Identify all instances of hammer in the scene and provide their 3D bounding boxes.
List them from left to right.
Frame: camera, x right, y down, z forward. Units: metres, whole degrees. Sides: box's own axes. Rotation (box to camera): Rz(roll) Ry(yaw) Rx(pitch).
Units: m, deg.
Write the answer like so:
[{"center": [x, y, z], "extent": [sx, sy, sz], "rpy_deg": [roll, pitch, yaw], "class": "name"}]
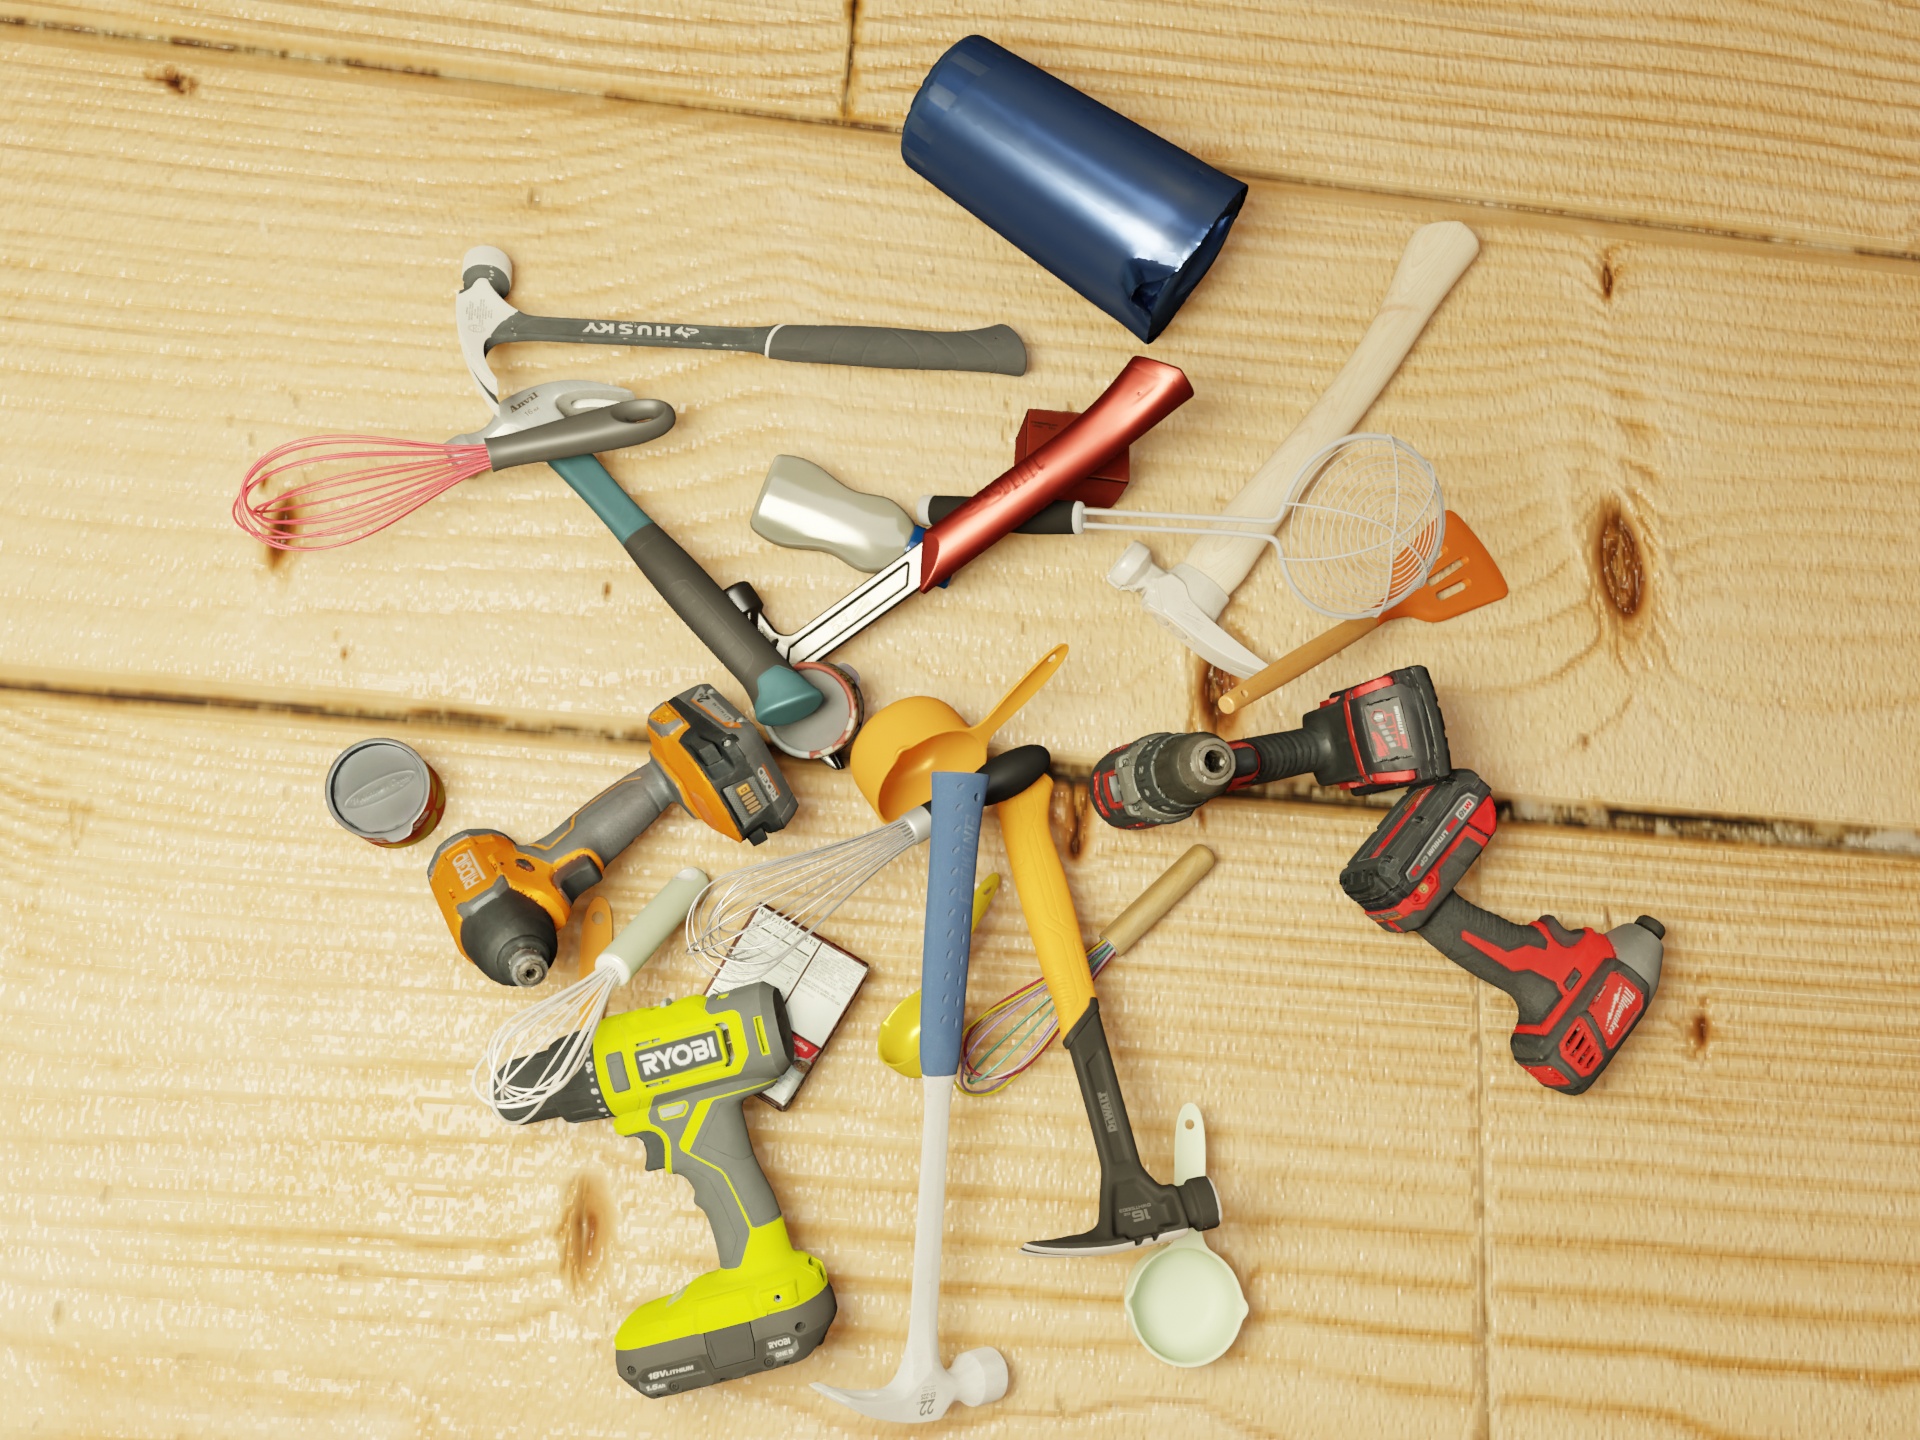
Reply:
[{"center": [-0.211, -0.116, 1.085], "extent": [0.128, 0.033, 0.331], "rpy_deg": [-37, 69, -16], "class": "hammer"}, {"center": [-0.153, -0.273, 1.148], "extent": [0.409, 0.036, 0.149], "rpy_deg": [1, 52, -11], "class": "hammer"}, {"center": [-0.018, 0.235, 1.004], "extent": [0.144, 0.035, 0.405], "rpy_deg": [8, 84, -44], "class": "hammer"}, {"center": [0.010, -0.122, 1.094], "extent": [0.359, 0.036, 0.149], "rpy_deg": [-35, 88, 6], "class": "hammer"}, {"center": [0.065, 0.179, 1.050], "extent": [0.127, 0.034, 0.337], "rpy_deg": [-9, 63, -9], "class": "hammer"}, {"center": [0.284, -0.217, 1.206], "extent": [0.146, 0.038, 0.411], "rpy_deg": [37, 76, 1], "class": "hammer"}]

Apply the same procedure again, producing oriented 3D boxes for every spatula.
[{"center": [0.284, -0.069, 1.128], "extent": [0.322, 0.041, 0.081], "rpy_deg": [-27, 81, -41], "class": "spatula"}]

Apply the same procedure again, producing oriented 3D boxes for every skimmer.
[{"center": [0.151, -0.143, 1.123], "extent": [0.363, 0.090, 0.127], "rpy_deg": [6, 107, 21], "class": "skimmer"}]

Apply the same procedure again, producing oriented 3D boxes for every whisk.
[{"center": [-0.336, -0.175, 1.069], "extent": [0.296, 0.073, 0.073], "rpy_deg": [-15, 80, -13], "class": "whisk"}, {"center": [-0.221, 0.161, 0.991], "extent": [0.058, 0.246, 0.059], "rpy_deg": [2, 117, 21], "class": "whisk"}, {"center": [-0.055, 0.084, 1.043], "extent": [0.284, 0.070, 0.070], "rpy_deg": [-28, 82, -24], "class": "whisk"}, {"center": [0.086, 0.168, 1.096], "extent": [0.245, 0.051, 0.047], "rpy_deg": [-41, 80, -16], "class": "whisk"}]

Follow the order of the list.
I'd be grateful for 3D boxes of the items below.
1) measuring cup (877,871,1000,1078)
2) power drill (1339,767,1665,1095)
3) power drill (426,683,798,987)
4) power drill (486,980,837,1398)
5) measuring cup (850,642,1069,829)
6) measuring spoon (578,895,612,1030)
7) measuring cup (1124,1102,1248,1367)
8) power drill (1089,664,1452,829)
[{"center": [-0.004, 0.174, 1.087], "extent": [0.029, 0.062, 0.157], "rpy_deg": [45, 60, -27], "class": "measuring cup"}, {"center": [0.392, 0.142, 1.123], "extent": [0.219, 0.078, 0.143], "rpy_deg": [43, 76, 0], "class": "power drill"}, {"center": [-0.223, 0.080, 1.018], "extent": [0.226, 0.164, 0.084], "rpy_deg": [-33, 121, -14], "class": "power drill"}, {"center": [-0.183, 0.293, 1.000], "extent": [0.190, 0.080, 0.228], "rpy_deg": [-15, 87, 0], "class": "power drill"}, {"center": [-0.002, -0.003, 1.087], "extent": [0.173, 0.095, 0.052], "rpy_deg": [-44, 53, 1], "class": "measuring cup"}, {"center": [-0.247, 0.177, 1.071], "extent": [0.021, 0.011, 0.117], "rpy_deg": [2, 74, -7], "class": "measuring spoon"}, {"center": [0.149, 0.343, 1.068], "extent": [0.083, 0.038, 0.168], "rpy_deg": [5, 75, -6], "class": "measuring cup"}, {"center": [0.212, 0.023, 1.071], "extent": [0.226, 0.188, 0.080], "rpy_deg": [-11, 84, -13], "class": "power drill"}]
